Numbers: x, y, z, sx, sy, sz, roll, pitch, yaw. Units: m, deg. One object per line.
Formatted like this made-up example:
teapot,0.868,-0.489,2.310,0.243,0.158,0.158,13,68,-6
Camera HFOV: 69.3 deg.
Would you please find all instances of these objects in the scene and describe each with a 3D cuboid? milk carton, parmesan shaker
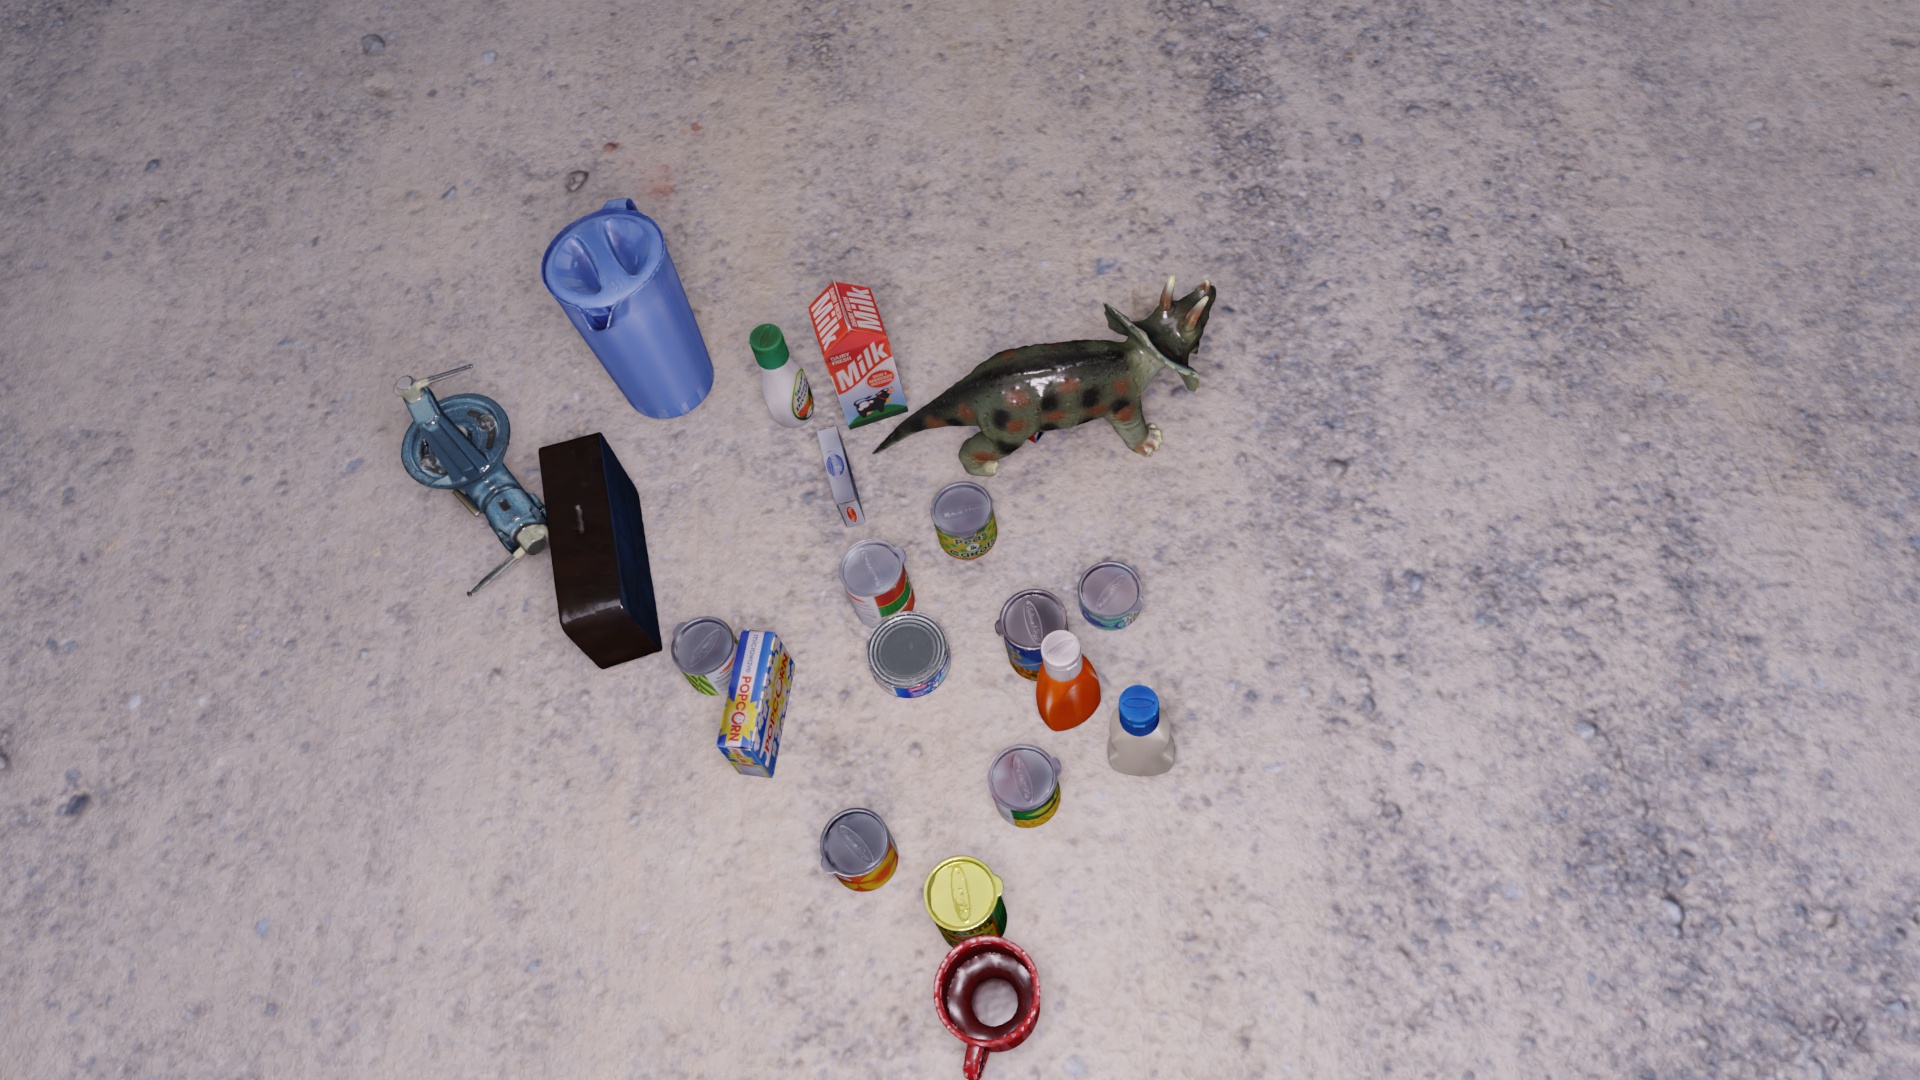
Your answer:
milk carton,-0.114,-0.208,1.523,0.073,0.189,0.072,-18,61,-2
parmesan shaker,0.009,0.331,1.258,0.071,0.102,0.071,-3,61,6

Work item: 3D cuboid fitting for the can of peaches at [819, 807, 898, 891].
can of peaches,-0.097,0.296,1.318,0.071,0.057,0.071,-3,61,6

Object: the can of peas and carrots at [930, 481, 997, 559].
can of peas and carrots,0.005,-0.019,1.477,0.071,0.058,0.071,-3,61,6

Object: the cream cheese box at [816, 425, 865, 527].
cream cheese box,-0.131,-0.070,1.528,0.024,0.053,0.104,-17,60,-1

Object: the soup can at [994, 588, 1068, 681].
soup can,0.073,0.096,1.390,0.071,0.083,0.071,-3,61,6

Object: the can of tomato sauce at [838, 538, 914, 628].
can of tomato sauce,-0.084,0.045,1.440,0.071,0.082,0.071,-3,61,6

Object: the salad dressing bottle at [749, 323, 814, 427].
salad dressing bottle,-0.200,-0.183,1.546,0.044,0.147,0.064,8,63,12

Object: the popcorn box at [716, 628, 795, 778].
popcorn box,-0.203,0.163,1.391,0.038,0.085,0.127,3,62,10

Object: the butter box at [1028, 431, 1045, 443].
butter box,0.103,-0.162,1.547,0.024,0.053,0.104,33,70,22

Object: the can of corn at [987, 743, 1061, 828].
can of corn,0.064,0.235,1.329,0.071,0.058,0.071,-3,61,6

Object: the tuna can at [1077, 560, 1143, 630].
tuna can,0.156,0.058,1.429,0.071,0.032,0.071,-3,61,6

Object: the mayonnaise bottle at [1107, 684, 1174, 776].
mayonnaise bottle,0.168,0.178,1.295,0.065,0.147,0.041,-1,62,8

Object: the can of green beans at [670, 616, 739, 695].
can of green beans,-0.259,0.120,1.438,0.071,0.057,0.071,-3,61,6

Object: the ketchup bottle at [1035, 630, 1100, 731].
ketchup bottle,0.101,0.133,1.329,0.065,0.148,0.043,-32,62,-9
